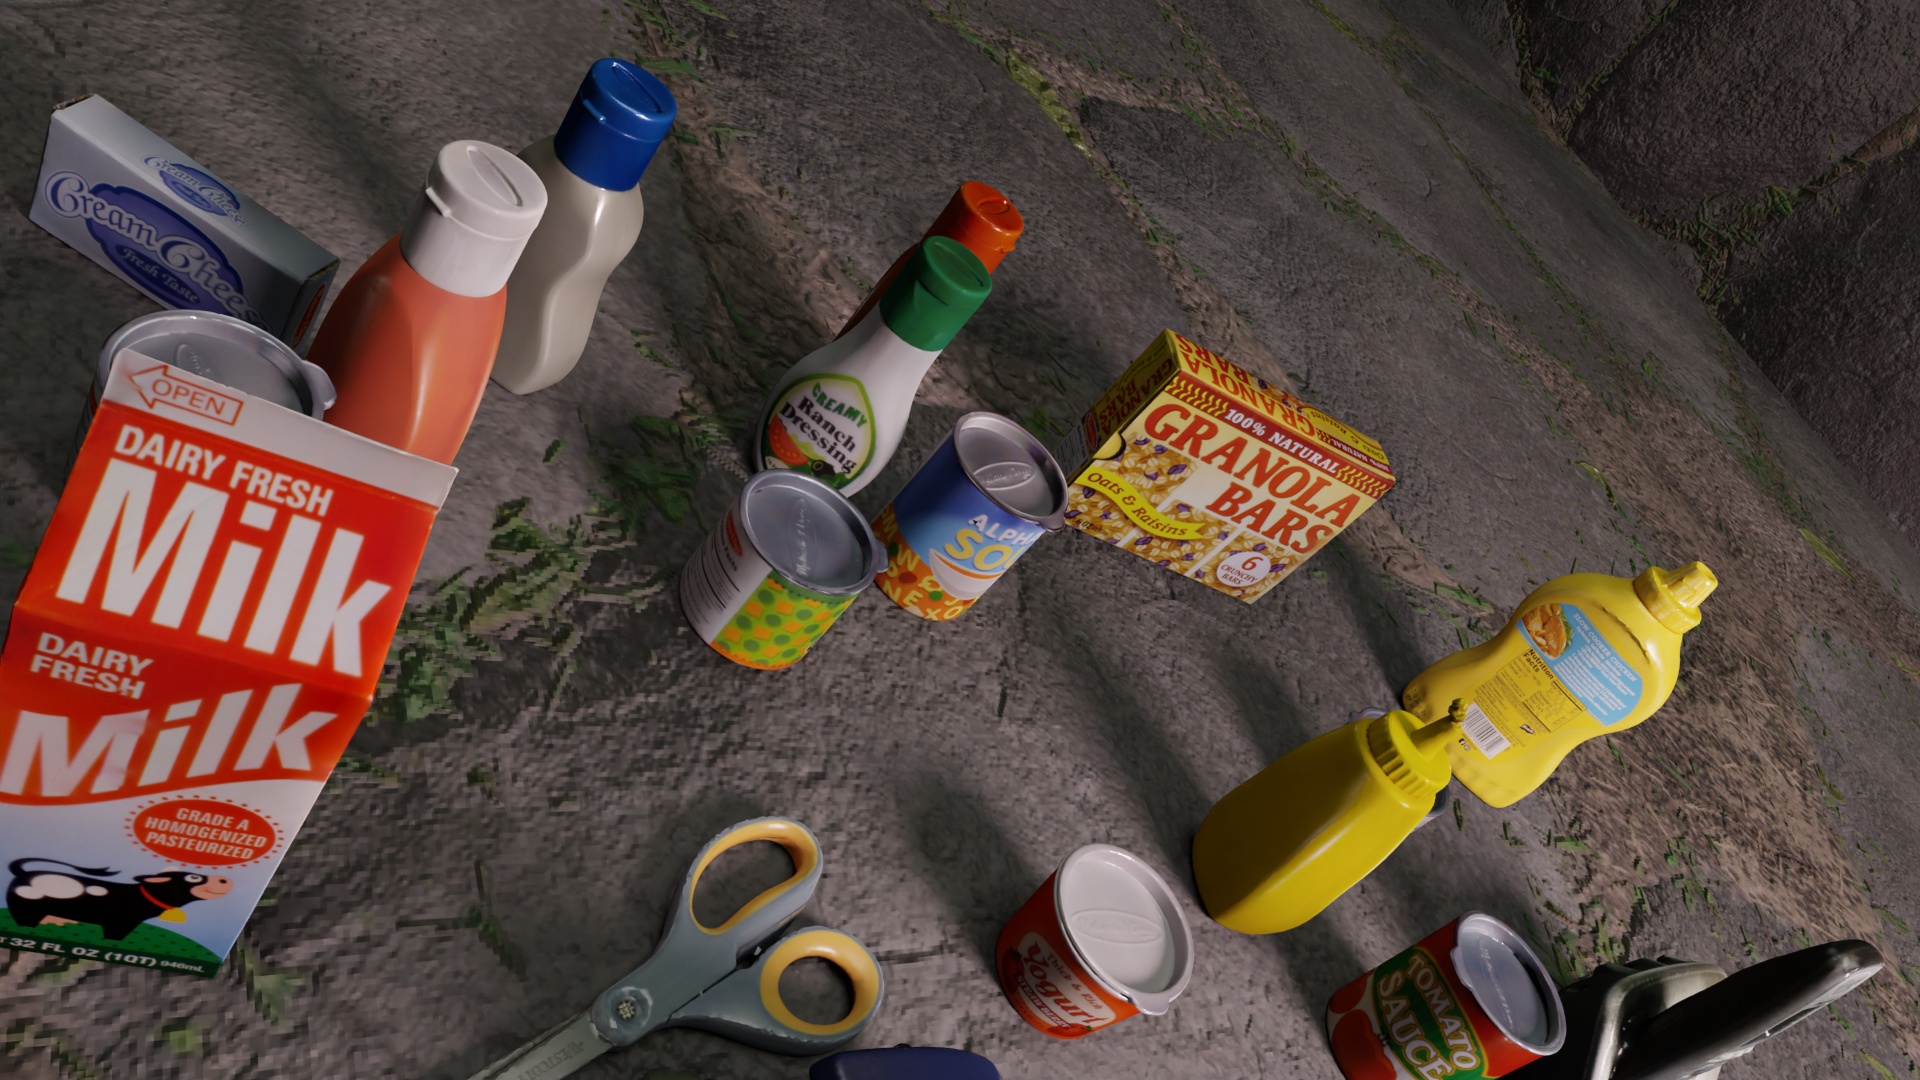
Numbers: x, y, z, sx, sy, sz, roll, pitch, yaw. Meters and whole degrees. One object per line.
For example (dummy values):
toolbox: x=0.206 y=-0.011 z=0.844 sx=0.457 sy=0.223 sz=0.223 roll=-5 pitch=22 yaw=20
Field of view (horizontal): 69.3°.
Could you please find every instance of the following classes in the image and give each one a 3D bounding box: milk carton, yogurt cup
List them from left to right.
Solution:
milk carton: x=-0.191 y=0.030 z=0.345 sx=0.072 sy=0.189 sz=0.074 roll=21 pitch=40 yaw=-28
yogurt cup: x=0.051 y=0.164 z=0.558 sx=0.072 sy=0.053 sz=0.073 roll=26 pitch=38 yaw=-22

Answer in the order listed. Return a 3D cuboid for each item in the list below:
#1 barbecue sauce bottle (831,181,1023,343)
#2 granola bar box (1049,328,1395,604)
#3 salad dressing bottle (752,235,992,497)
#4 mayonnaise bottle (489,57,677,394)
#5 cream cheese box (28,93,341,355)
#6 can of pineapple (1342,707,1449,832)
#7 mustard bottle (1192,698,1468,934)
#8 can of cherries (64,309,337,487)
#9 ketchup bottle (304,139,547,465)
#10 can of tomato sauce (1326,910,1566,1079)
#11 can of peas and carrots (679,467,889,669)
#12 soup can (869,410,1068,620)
barbecue sauce bottle: x=-0.025 y=-0.112 z=0.693 sx=0.044 sy=0.148 sz=0.065 roll=49 pitch=35 yaw=9
granola bar box: x=0.145 y=-0.036 z=0.799 sx=0.165 sy=0.123 sz=0.039 roll=22 pitch=40 yaw=-27
salad dressing bottle: x=-0.042 y=-0.076 z=0.639 sx=0.064 sy=0.147 sz=0.044 roll=42 pitch=35 yaw=-2
mayonnaise bottle: x=-0.165 y=-0.130 z=0.576 sx=0.065 sy=0.147 sz=0.041 roll=47 pitch=35 yaw=6
cream cheese box: x=-0.290 y=-0.113 z=0.519 sx=0.104 sy=0.053 sz=0.024 roll=35 pitch=35 yaw=-10
can of pineapple: x=0.217 y=0.131 z=0.749 sx=0.071 sy=0.057 sz=0.071 roll=26 pitch=38 yaw=-22
mustard bottle: x=0.172 y=0.120 z=0.629 sx=0.049 sy=0.159 sz=0.065 roll=23 pitch=39 yaw=-26
can of cherries: x=-0.254 y=-0.033 z=0.466 sx=0.071 sy=0.058 sz=0.072 roll=26 pitch=38 yaw=-22
ketchup bottle: x=-0.192 y=-0.073 z=0.490 sx=0.065 sy=0.148 sz=0.044 roll=50 pitch=35 yaw=10
can of tomato sauce: x=0.220 y=0.219 z=0.637 sx=0.071 sy=0.082 sz=0.071 roll=26 pitch=38 yaw=-22
can of peas and carrots: x=-0.075 y=0.013 z=0.590 sx=0.071 sy=0.058 sz=0.071 roll=26 pitch=38 yaw=-22
soup can: x=0.002 y=-0.008 z=0.666 sx=0.071 sy=0.083 sz=0.072 roll=26 pitch=38 yaw=-22
